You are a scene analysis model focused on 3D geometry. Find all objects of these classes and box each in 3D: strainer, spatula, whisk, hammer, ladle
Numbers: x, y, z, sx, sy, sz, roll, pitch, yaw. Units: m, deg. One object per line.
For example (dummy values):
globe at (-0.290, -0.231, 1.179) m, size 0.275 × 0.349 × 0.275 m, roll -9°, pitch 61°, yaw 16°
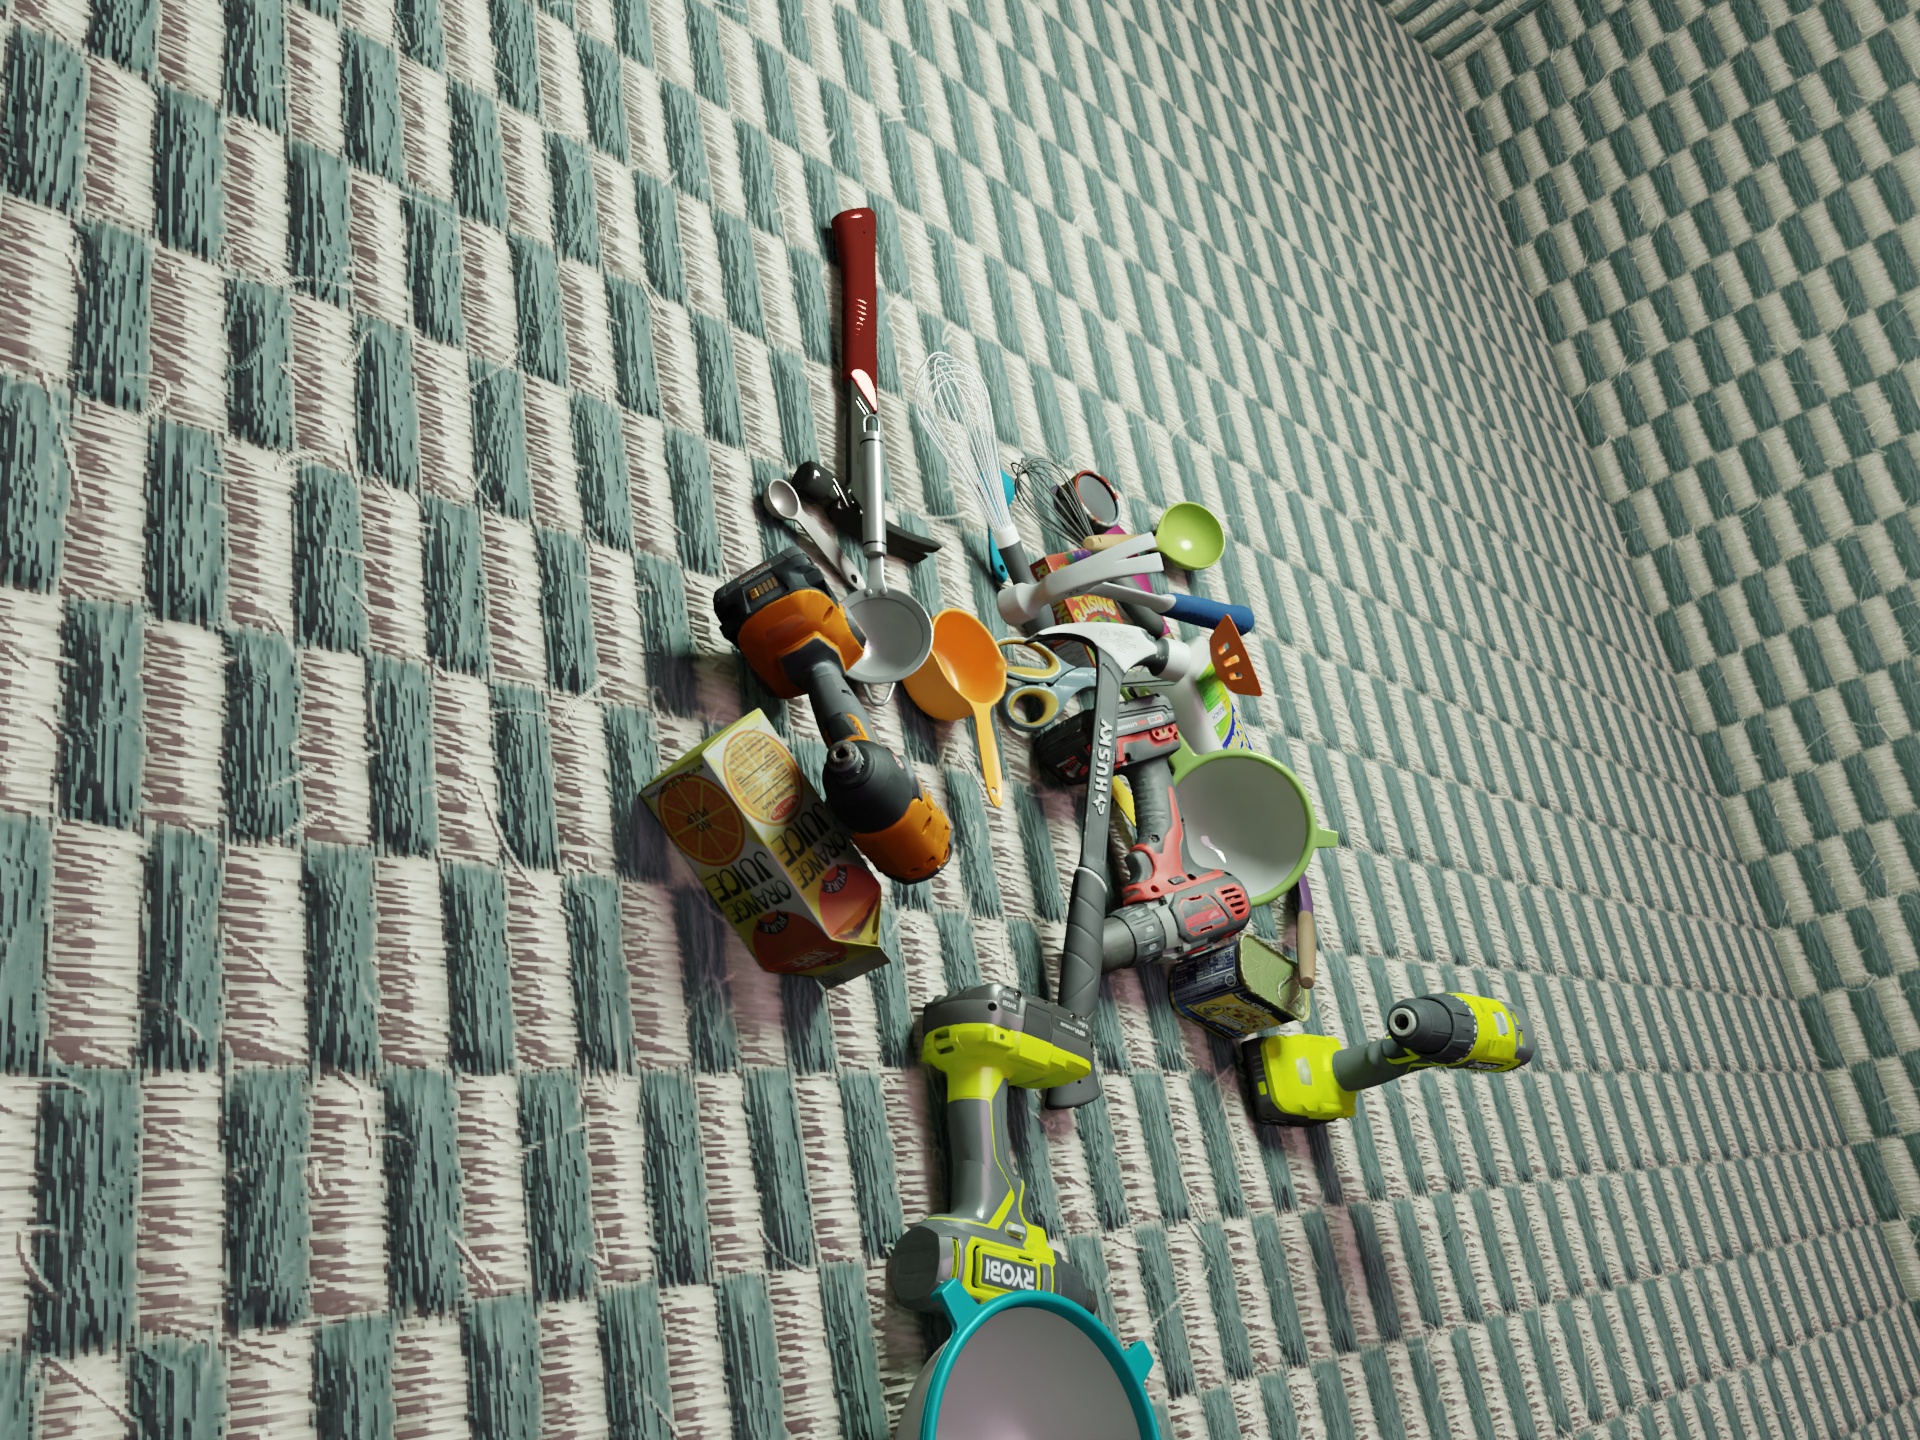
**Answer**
strainer at (0.226, 0.057, 1.505) m, size 0.256 × 0.151 × 0.069 m, roll 54°, pitch 6°, yaw 3°
spatula at (0.280, -0.061, 1.592) m, size 0.081 × 0.041 × 0.322 m, roll 67°, pitch 14°, yaw 3°
strainer at (-0.068, -0.129, 1.285) m, size 0.050 × 0.087 × 0.259 m, roll 94°, pitch -6°, yaw -75°
strainer at (0.023, 0.529, 0.966) m, size 0.210 × 0.095 × 0.341 m, roll 30°, pitch 49°, yaw -32°
spatula at (0.328, 0.193, 1.512) m, size 0.316 × 0.018 × 0.059 m, roll -44°, pitch 119°, yaw -74°
whisk at (0.029, -0.196, 1.434) m, size 0.070 × 0.070 × 0.284 m, roll -45°, pitch 117°, yaw -52°
hammer at (-0.083, -0.313, 1.416) m, size 0.149 × 0.036 × 0.359 m, roll 25°, pitch 50°, yaw -39°
hammer at (0.104, 0.109, 1.293) m, size 0.149 × 0.036 × 0.409 m, roll 15°, pitch 70°, yaw -21°
hammer at (0.192, -0.112, 1.494) m, size 0.405 × 0.144 × 0.035 m, roll 3°, pitch 68°, yaw -59°
whisk at (0.128, -0.169, 1.568) m, size 0.238 × 0.055 × 0.055 m, roll 48°, pitch 39°, yaw -23°
ladle at (0.194, -0.184, 1.600) m, size 0.078 × 0.062 × 0.320 m, roll 63°, pitch 25°, yaw 6°

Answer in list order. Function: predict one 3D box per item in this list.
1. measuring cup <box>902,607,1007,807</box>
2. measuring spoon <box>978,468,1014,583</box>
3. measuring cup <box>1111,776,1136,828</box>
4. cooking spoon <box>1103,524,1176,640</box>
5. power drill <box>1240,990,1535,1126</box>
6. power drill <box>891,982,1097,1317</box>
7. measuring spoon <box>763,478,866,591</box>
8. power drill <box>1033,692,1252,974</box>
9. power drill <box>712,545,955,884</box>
measuring cup at (-0.002, -0.004, 1.306) m, size 0.095 × 0.052 × 0.174 m, roll 10°, pitch 63°, yaw -47°
measuring spoon at (0.040, -0.186, 1.493) m, size 0.042 × 0.021 × 0.129 m, roll 24°, pitch 50°, yaw -39°
measuring cup at (0.164, 0.110, 1.460) m, size 0.062 × 0.029 × 0.157 m, roll -21°, pitch 73°, yaw -43°
cooking spoon at (0.223, -0.065, 1.638) m, size 0.069 × 0.017 × 0.319 m, roll -23°, pitch 85°, yaw -53°
power drill at (0.366, 0.295, 1.405) m, size 0.190 × 0.228 × 0.080 m, roll 17°, pitch 56°, yaw -44°
power drill at (0.035, 0.315, 1.132) m, size 0.171 × 0.080 × 0.223 m, roll 28°, pitch 52°, yaw -36°
measuring spoon at (-0.119, -0.145, 1.289) m, size 0.124 × 0.018 × 0.034 m, roll 48°, pitch 38°, yaw -29°
power drill at (0.141, 0.104, 1.375) m, size 0.188 × 0.080 × 0.227 m, roll -13°, pitch 79°, yaw -34°
power drill at (-0.088, -0.008, 1.091) m, size 0.227 × 0.084 × 0.164 m, roll 60°, pitch 1°, yaw 29°
